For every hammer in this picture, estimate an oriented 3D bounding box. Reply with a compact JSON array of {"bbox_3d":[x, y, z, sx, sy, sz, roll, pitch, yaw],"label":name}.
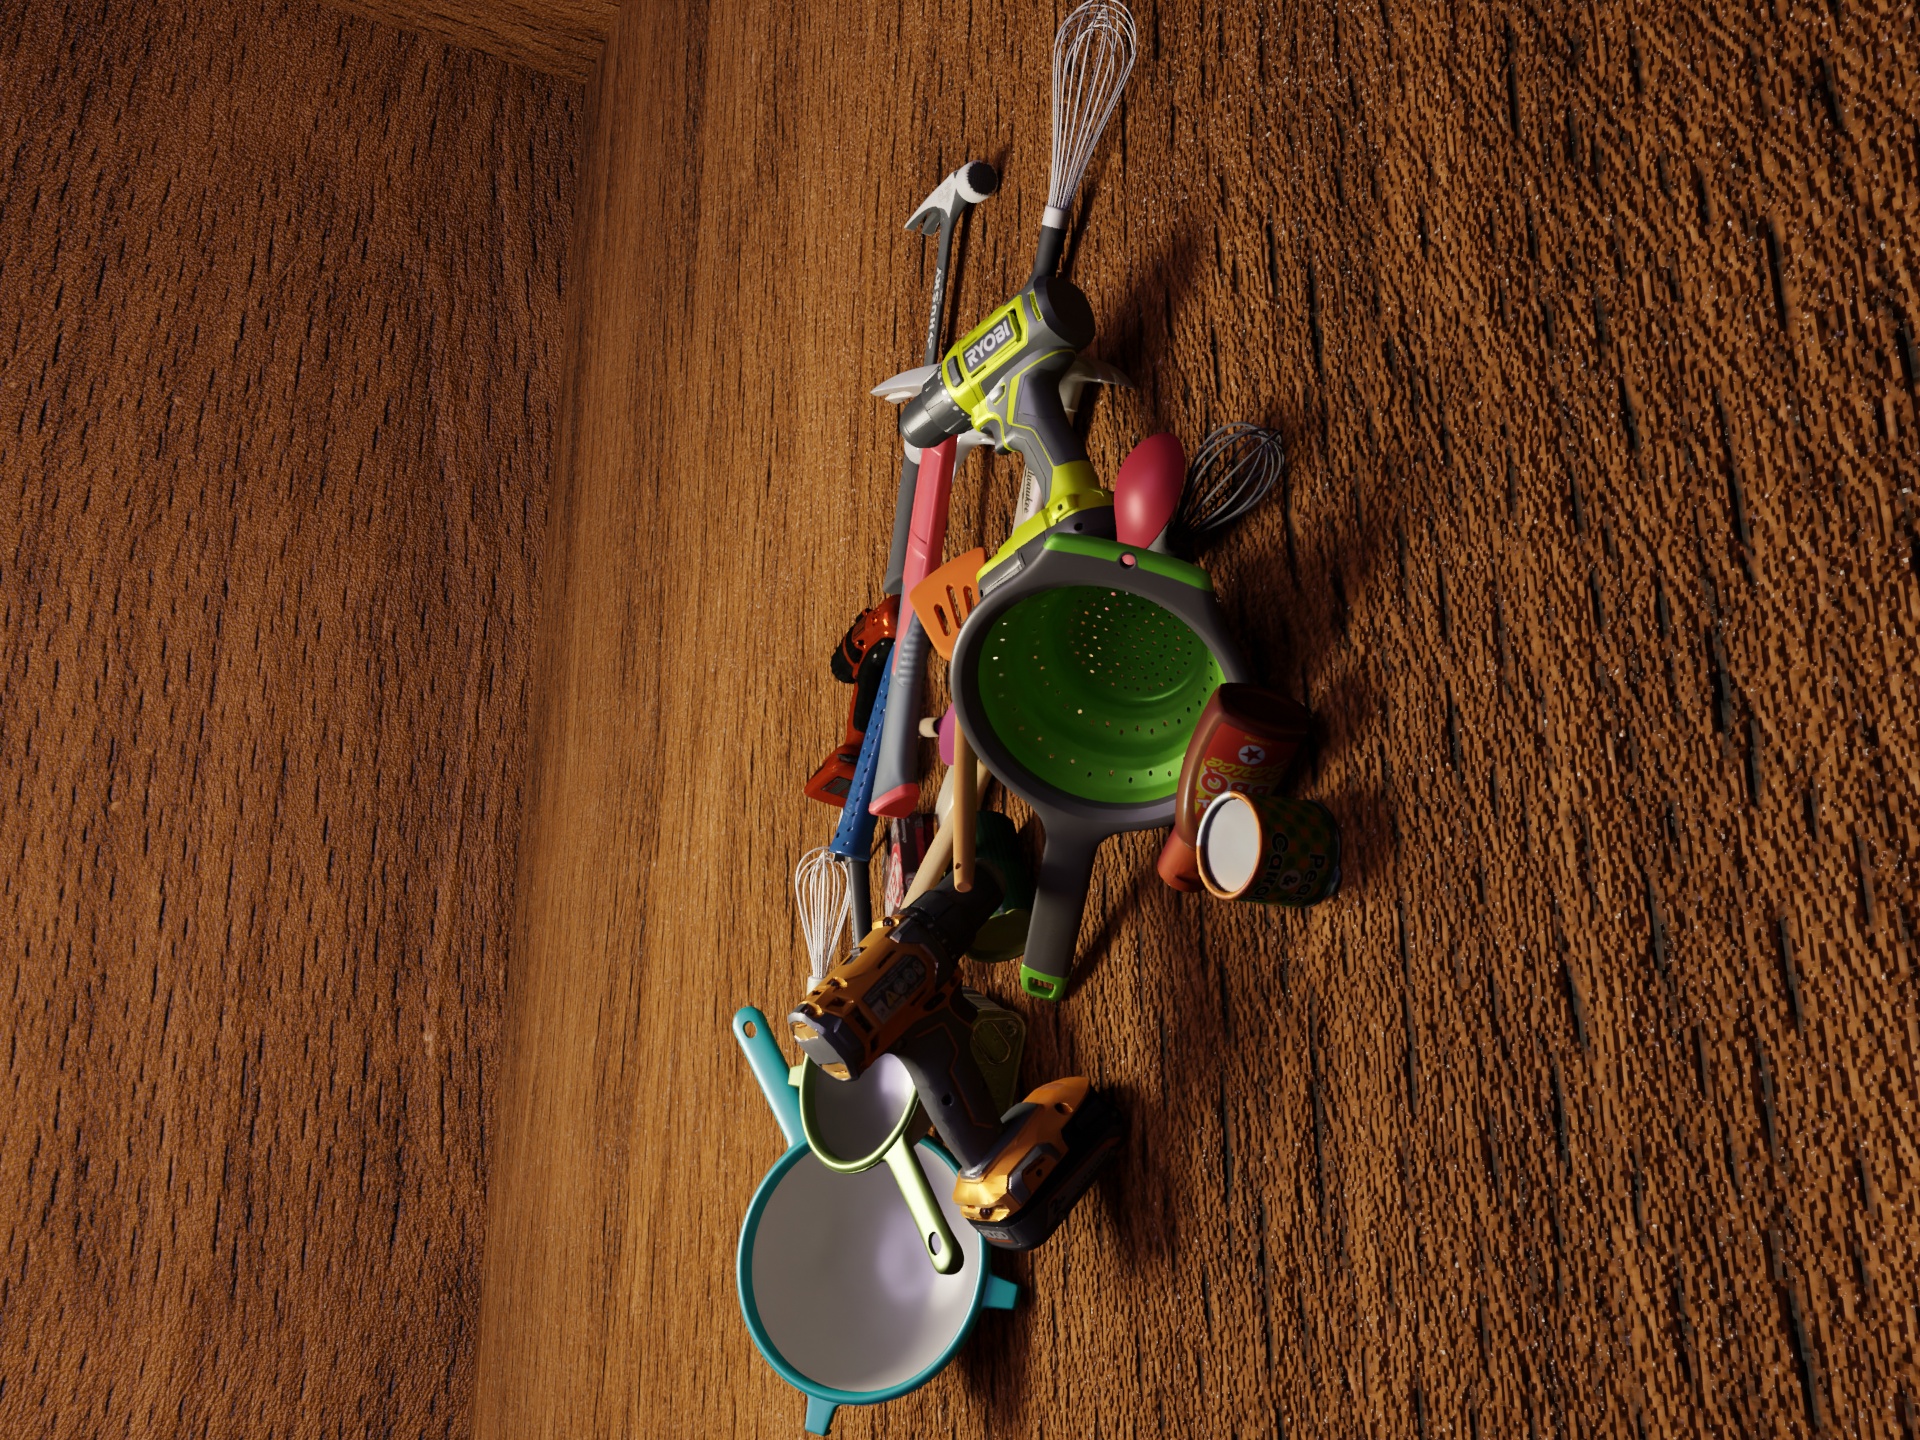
[{"bbox_3d":[0.048,-0.096,1.308,0.146,0.038,0.410,33,112,61],"label":"hammer"},{"bbox_3d":[-0.045,-0.076,1.406,0.144,0.035,0.405,3,76,55],"label":"hammer"},{"bbox_3d":[-0.045,-0.111,1.350,0.143,0.038,0.386,2,82,46],"label":"hammer"},{"bbox_3d":[-0.087,0.248,1.451,0.146,0.035,0.335,119,148,-73],"label":"hammer"},{"bbox_3d":[-0.035,-0.325,1.548,0.149,0.036,0.409,6,88,65],"label":"hammer"}]

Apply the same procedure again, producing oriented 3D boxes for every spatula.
[{"bbox_3d":[-0.002,-0.004,1.190,0.081,0.041,0.323,-29,37,26],"label":"spatula"}]

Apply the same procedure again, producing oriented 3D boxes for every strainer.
[{"bbox_3d":[-0.034,0.306,1.184,0.151,0.069,0.257,-53,40,18],"label":"strainer"},{"bbox_3d":[-0.093,0.383,1.293,0.211,0.095,0.341,-35,58,4],"label":"strainer"}]

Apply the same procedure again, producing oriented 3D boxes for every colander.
[{"bbox_3d":[0.094,0.031,1.109,0.094,0.204,0.396,-60,-18,-52],"label":"colander"}]

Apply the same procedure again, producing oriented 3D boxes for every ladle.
[{"bbox_3d":[0.104,-0.059,1.135,0.069,0.031,0.315,-117,31,-48],"label":"ladle"}]

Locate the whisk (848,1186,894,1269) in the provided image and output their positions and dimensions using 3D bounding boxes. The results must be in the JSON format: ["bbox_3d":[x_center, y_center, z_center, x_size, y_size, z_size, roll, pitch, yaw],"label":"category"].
[{"bbox_3d":[-0.050,0.369,1.346,0.073,0.073,0.296,31,104,62],"label":"whisk"}]

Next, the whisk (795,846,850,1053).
[{"bbox_3d":[-0.139,0.247,1.572,0.058,0.059,0.246,-179,92,-76],"label":"whisk"}]

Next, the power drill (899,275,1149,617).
[{"bbox_3d":[0.042,-0.198,1.219,0.190,0.080,0.229,-32,67,41],"label":"power drill"}]

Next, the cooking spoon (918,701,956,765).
[{"bbox_3d":[-0.020,0.005,1.361,0.319,0.017,0.069,178,110,-76],"label":"cooking spoon"}]

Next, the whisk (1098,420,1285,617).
[{"bbox_3d":[0.151,-0.126,1.098,0.239,0.055,0.055,128,142,-52],"label":"whisk"}]

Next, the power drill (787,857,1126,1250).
[{"bbox_3d":[0.014,0.223,1.094,0.185,0.226,0.084,-44,9,-30],"label":"power drill"}]

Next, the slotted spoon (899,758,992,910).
[{"bbox_3d":[-0.034,0.144,1.265,0.070,0.031,0.313,-109,35,-45],"label":"slotted spoon"}]

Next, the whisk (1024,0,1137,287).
[{"bbox_3d":[0.087,-0.450,1.317,0.070,0.070,0.284,-133,51,-58],"label":"whisk"}]
